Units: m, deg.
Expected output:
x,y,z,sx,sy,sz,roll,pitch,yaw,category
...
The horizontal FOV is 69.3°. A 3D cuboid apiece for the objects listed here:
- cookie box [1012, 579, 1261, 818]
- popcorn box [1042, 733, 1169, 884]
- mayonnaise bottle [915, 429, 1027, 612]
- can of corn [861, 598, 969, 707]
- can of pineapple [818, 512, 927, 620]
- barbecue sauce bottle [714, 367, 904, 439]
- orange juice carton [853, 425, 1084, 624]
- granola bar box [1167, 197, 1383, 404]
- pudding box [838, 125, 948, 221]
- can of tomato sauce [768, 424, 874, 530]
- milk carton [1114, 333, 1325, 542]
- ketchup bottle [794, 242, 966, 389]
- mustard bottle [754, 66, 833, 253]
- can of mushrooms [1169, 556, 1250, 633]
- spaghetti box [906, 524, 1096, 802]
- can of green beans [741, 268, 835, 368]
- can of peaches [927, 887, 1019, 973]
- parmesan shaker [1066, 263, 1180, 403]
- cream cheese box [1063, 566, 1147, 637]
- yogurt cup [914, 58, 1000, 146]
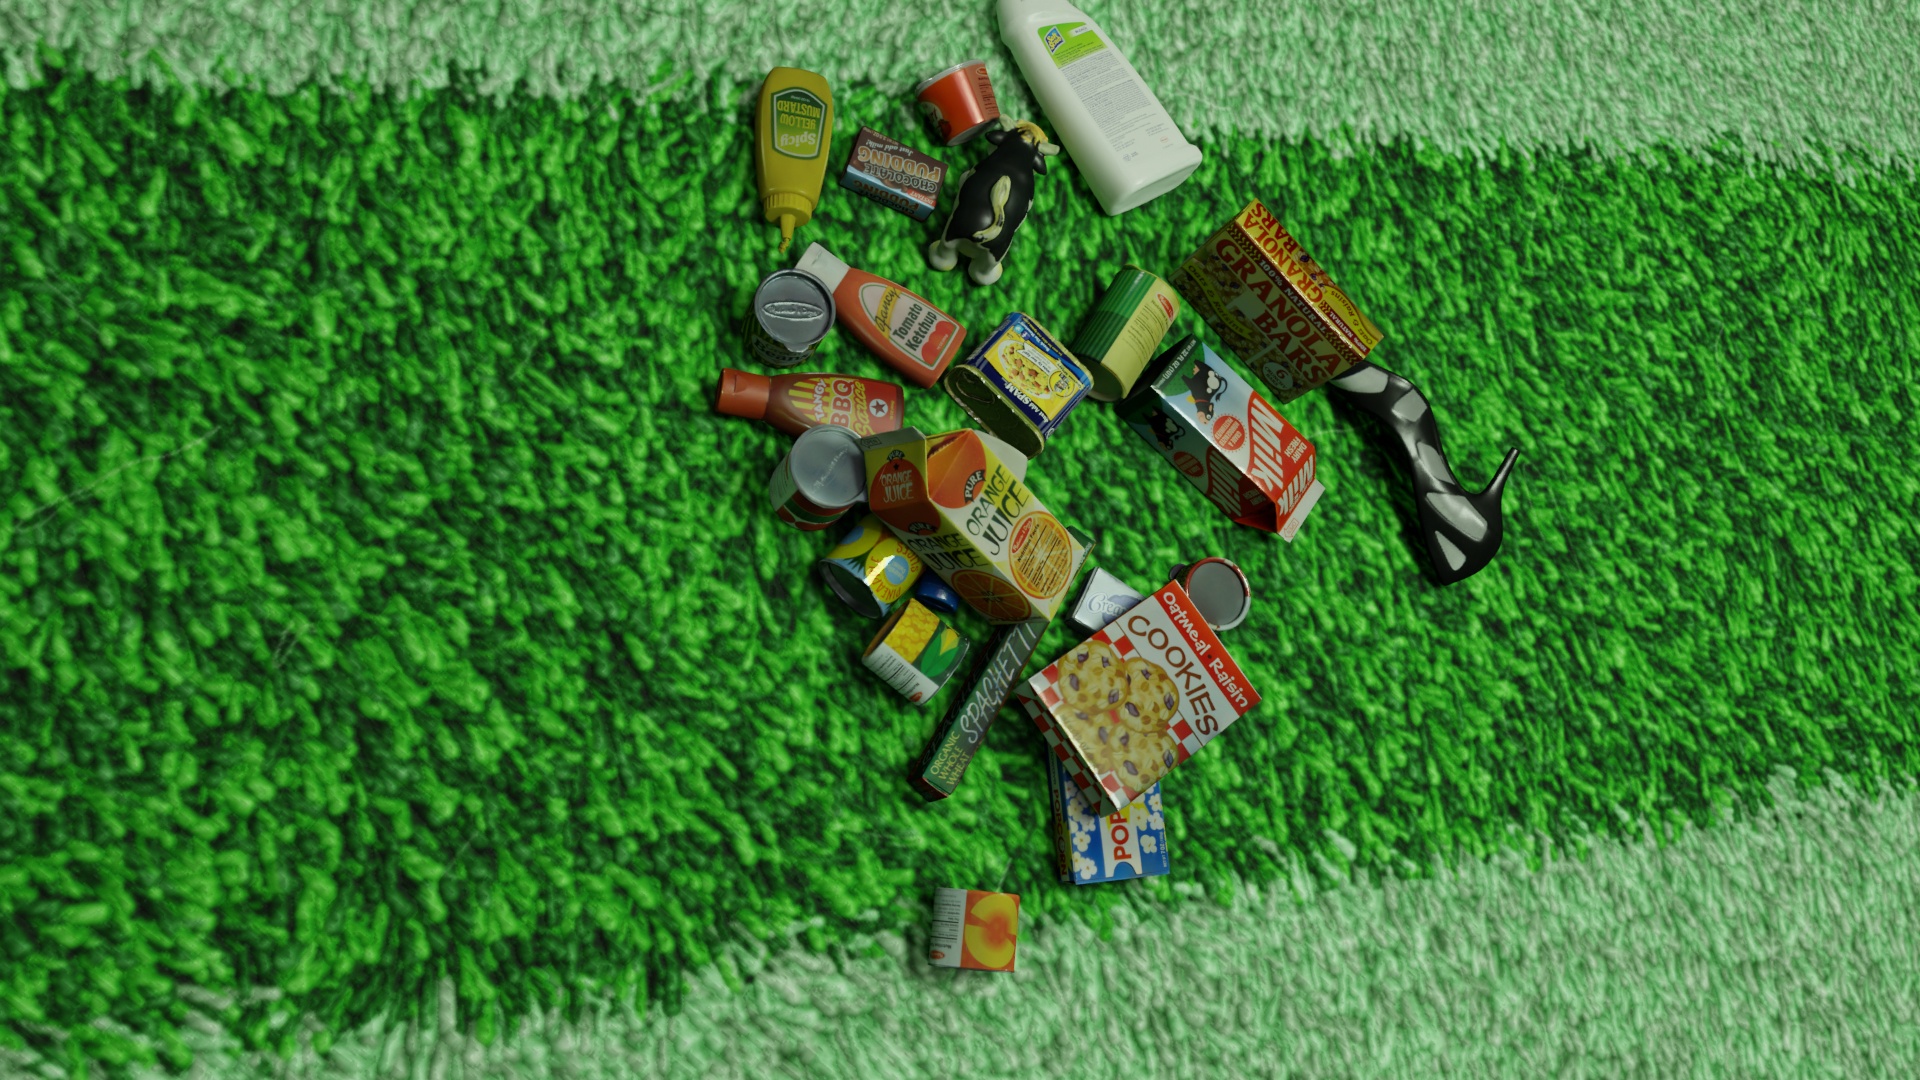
x,y,z,sx,sy,sz,roll,pitch,yaw,category
0.144,0.125,1.120,0.168,0.040,0.123,-31,82,-27,cookie box
0.118,0.211,1.129,0.085,0.038,0.127,-1,77,-21,popcorn box
0.004,-0.014,1.144,0.065,0.041,0.148,27,71,-18,mayonnaise bottle
-0.035,0.086,1.092,0.058,0.071,0.071,39,68,-7,can of corn
-0.068,0.020,1.094,0.071,0.071,0.058,44,67,-5,can of pineapple
-0.122,-0.108,1.121,0.149,0.043,0.065,9,69,-17,barbecue sauce bottle
0.003,-0.020,1.064,0.192,0.071,0.073,45,59,-28,orange juice carton
0.279,-0.210,1.244,0.165,0.124,0.039,46,66,-4,granola bar box
-0.058,-0.317,1.203,0.084,0.030,0.050,22,72,-13,pudding box
-0.108,-0.047,1.089,0.071,0.083,0.071,5,76,-19,can of tomato sauce
0.238,-0.085,1.227,0.190,0.073,0.072,41,67,-6,milk carton
-0.071,-0.191,1.160,0.149,0.043,0.065,34,68,-8,ketchup bottle
-0.141,-0.315,1.163,0.065,0.048,0.160,5,75,-17,mustard bottle
0.215,0.047,1.207,0.071,0.033,0.071,4,76,-18,can of mushrooms
0.034,0.097,1.122,0.028,0.050,0.251,35,68,-7,spaghetti box
-0.140,-0.179,1.124,0.071,0.057,0.071,5,75,-19,can of green beans
0.012,0.296,1.056,0.071,0.071,0.058,10,73,-17,can of peaches
0.138,-0.181,1.218,0.071,0.071,0.103,37,69,-8,parmesan shaker
0.143,0.072,1.180,0.104,0.024,0.053,32,68,-10,cream cheese box
0.001,-0.384,1.223,0.072,0.072,0.054,-27,95,-23,yogurt cup
